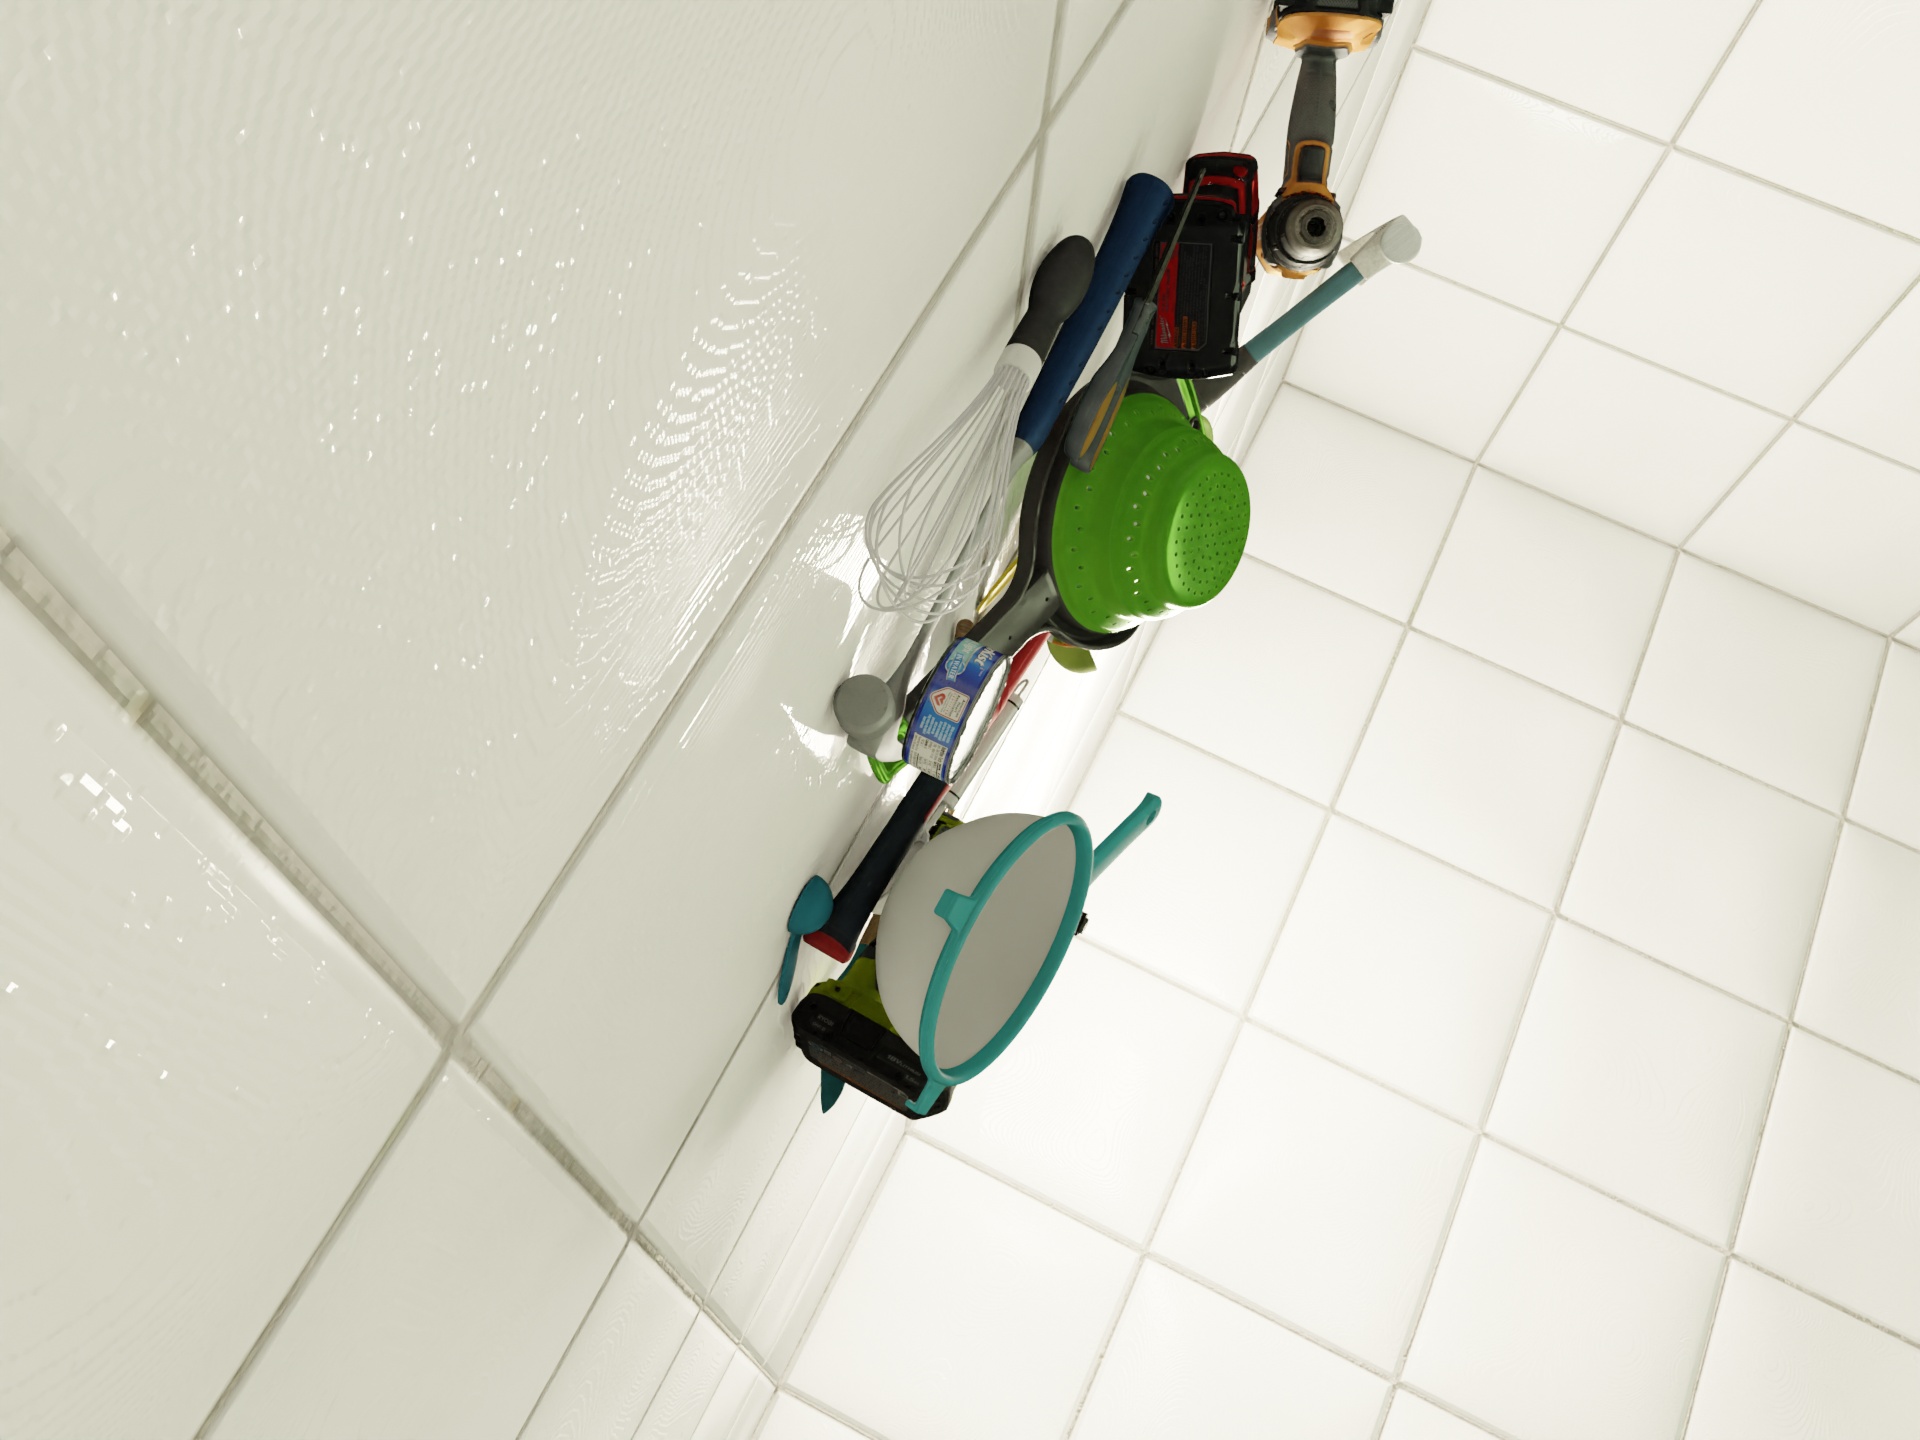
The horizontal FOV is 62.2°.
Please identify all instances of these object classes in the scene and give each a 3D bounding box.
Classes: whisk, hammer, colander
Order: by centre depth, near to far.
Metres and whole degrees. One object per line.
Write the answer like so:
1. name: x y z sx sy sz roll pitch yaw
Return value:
1. whisk: 0.020 -0.162 0.828 0.070 0.070 0.285 102 11 -58
2. hammer: 0.032 -0.156 0.978 0.405 0.035 0.144 -63 171 -11
3. colander: 0.090 -0.088 1.096 0.397 0.095 0.204 -47 136 -26
4. hammer: 0.003 0.005 1.164 0.386 0.038 0.143 -56 166 -22
5. hammer: 0.222 -0.285 1.272 0.331 0.033 0.128 -37 -172 22

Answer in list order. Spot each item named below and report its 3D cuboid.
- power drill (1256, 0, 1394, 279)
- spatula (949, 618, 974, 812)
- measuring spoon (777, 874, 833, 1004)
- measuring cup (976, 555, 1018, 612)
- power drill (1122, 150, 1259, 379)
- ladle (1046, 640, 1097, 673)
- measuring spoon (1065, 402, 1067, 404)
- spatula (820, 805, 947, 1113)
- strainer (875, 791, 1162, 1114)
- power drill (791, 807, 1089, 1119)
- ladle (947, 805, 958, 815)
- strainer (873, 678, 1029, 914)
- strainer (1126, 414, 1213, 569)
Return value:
1. power drill: 0.264 -0.444 1.181 0.185 0.084 0.226 -68 164 -74
2. spatula: -0.002 -0.004 1.275 0.315 0.018 0.060 95 3 -66
3. measuring spoon: -0.105 0.157 1.083 0.042 0.021 0.128 -56 167 -47
4. measuring cup: 0.052 -0.149 1.204 0.156 0.029 0.062 -52 170 -6
5. power drill: 0.174 -0.322 1.143 0.220 0.078 0.143 -59 152 -59
6. ladle: 0.153 -0.193 1.579 0.078 0.062 0.320 -101 -153 -63
7. measuring spoon: 0.057 -0.207 1.088 0.021 0.011 0.117 -66 168 20
8. spatula: -0.060 0.178 1.351 0.318 0.044 0.082 -63 -178 -32
9. strainer: 0.037 0.120 1.179 0.340 0.095 0.210 -36 143 -48
10. power drill: -0.015 0.188 1.245 0.223 0.171 0.080 -57 165 -27
11. ladle: 0.029 -0.016 1.401 0.069 0.031 0.315 -92 -161 -49
12. strainer: -0.013 0.069 1.233 0.258 0.050 0.087 -56 -164 -20
13. strainer: 0.153 -0.246 1.442 0.151 0.069 0.256 -55 153 -8
